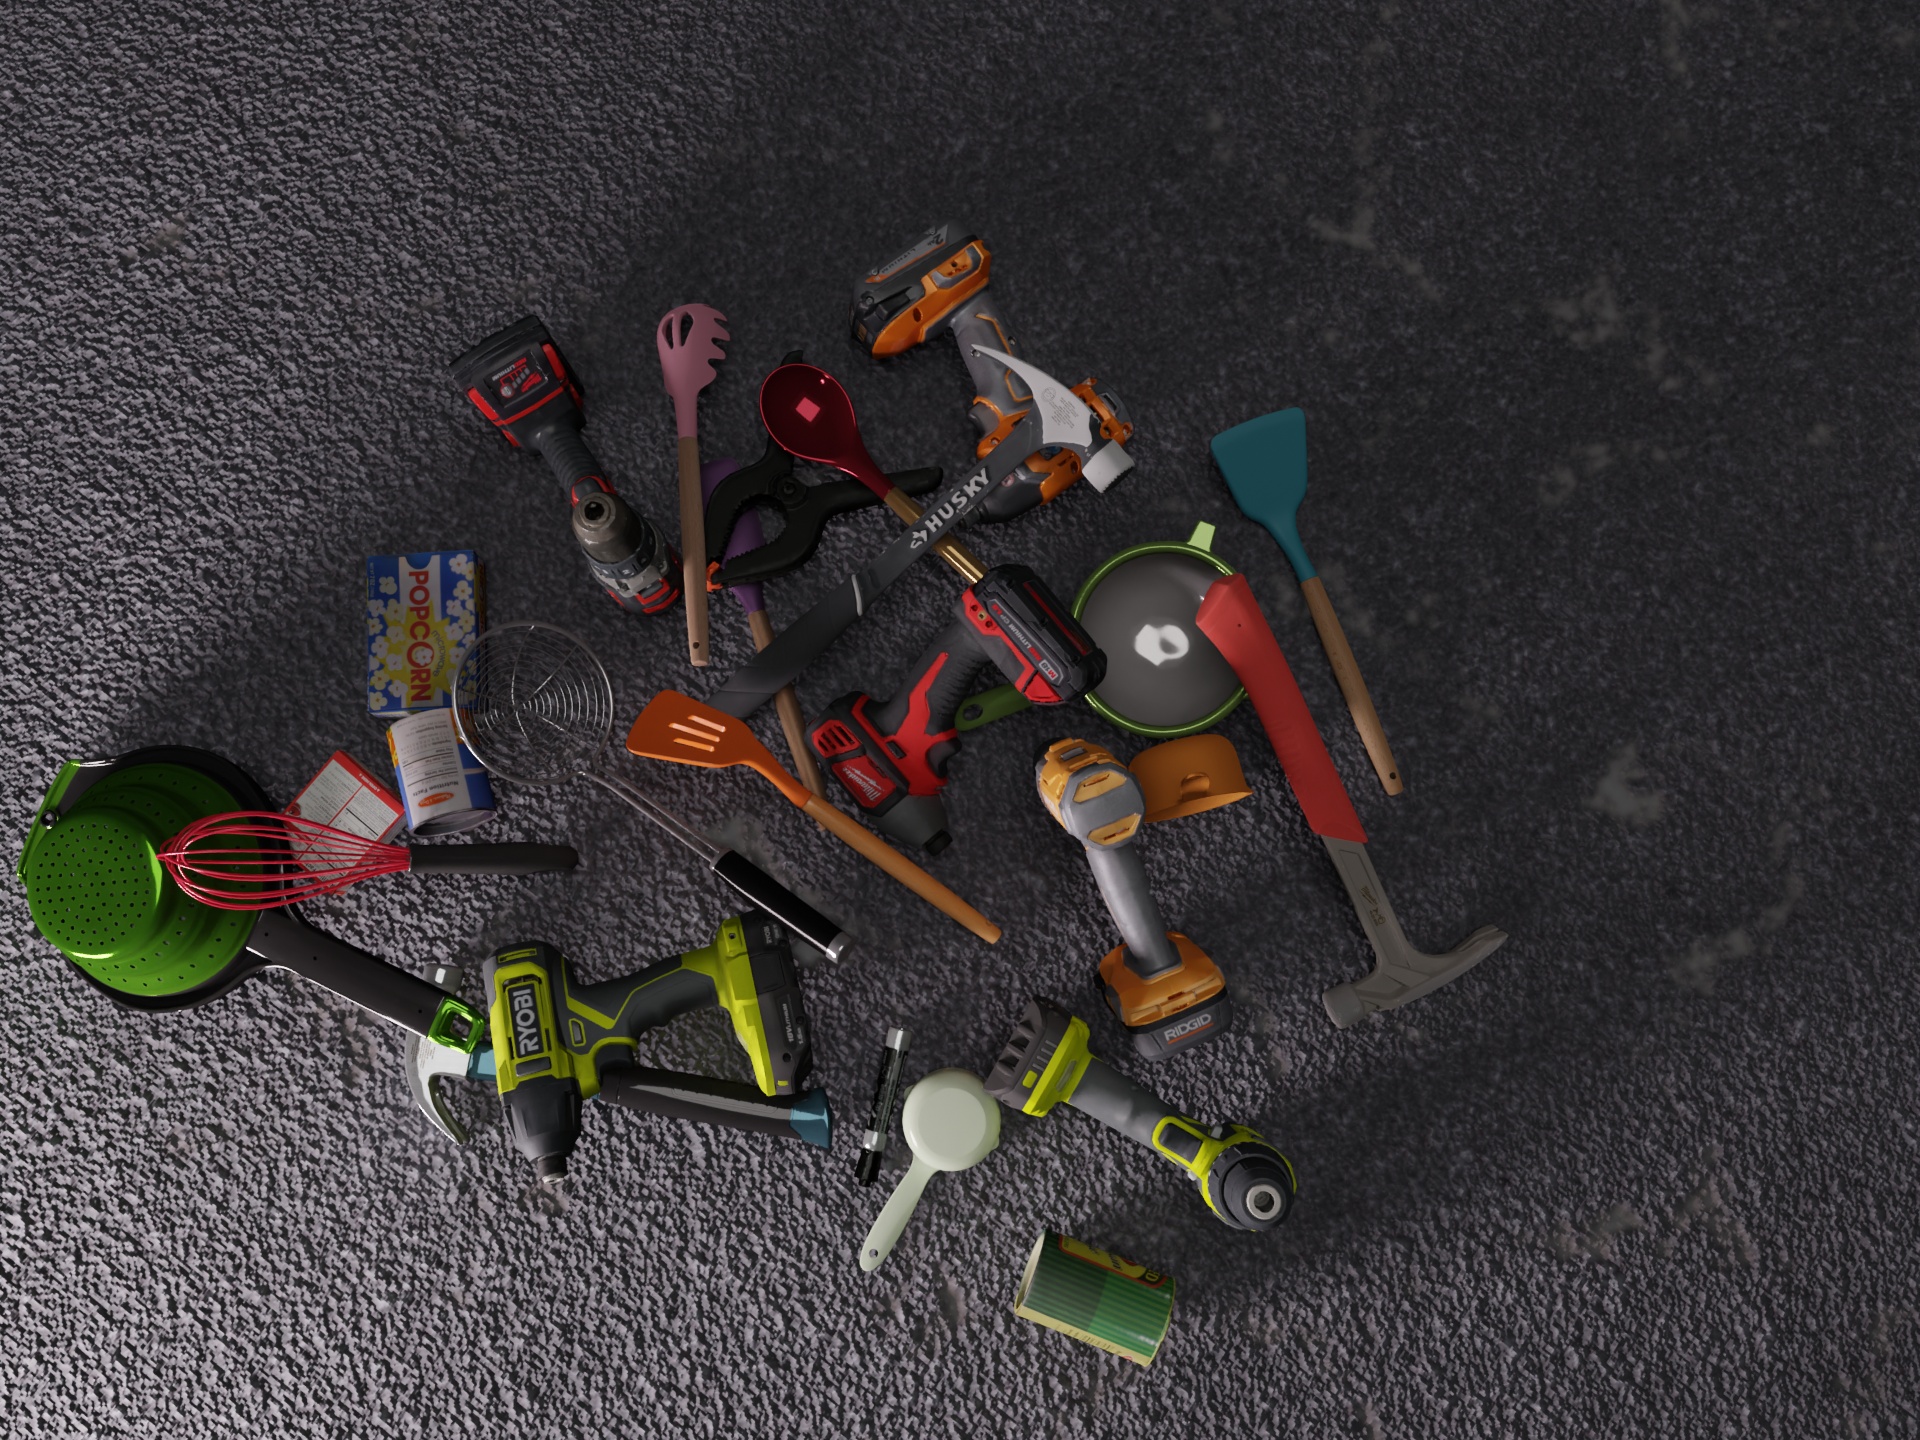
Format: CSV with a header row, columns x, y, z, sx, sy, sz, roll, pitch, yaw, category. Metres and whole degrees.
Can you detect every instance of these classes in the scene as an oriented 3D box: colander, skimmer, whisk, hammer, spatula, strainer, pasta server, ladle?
x,y,z,sx,sy,sz,roll,pitch,yaw,category
-0.539,0.152,1.168,0.397,0.094,0.204,24,90,7,colander
-0.224,0.055,1.179,0.363,0.090,0.127,33,56,19,skimmer
-0.425,0.102,1.165,0.295,0.073,0.073,3,80,-31,whisk
-0.068,-0.114,1.216,0.409,0.036,0.149,-41,85,9,hammer
-0.103,0.080,1.212,0.322,0.081,0.041,37,125,-12,spatula
0.280,0.051,1.198,0.149,0.037,0.359,-27,102,-3,hammer
0.289,-0.090,1.268,0.082,0.044,0.317,-20,83,-8,spatula
0.113,-0.044,1.256,0.256,0.069,0.151,-21,88,13,strainer
-0.209,-0.192,1.247,0.060,0.040,0.316,-11,73,17,pasta server
-0.035,-0.161,1.239,0.315,0.031,0.069,44,85,6,ladle
-0.257,0.275,1.208,0.331,0.033,0.128,10,81,0,hammer
-0.157,-0.061,1.267,0.060,0.018,0.316,-19,81,-7,spatula

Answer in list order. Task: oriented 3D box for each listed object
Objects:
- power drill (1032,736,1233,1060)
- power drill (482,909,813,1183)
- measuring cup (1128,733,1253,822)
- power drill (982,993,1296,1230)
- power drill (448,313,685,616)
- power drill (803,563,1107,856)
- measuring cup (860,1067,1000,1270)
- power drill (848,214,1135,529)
x,y,z,sx,sy,sz,roll,pitch,yaw,category
0.115,0.118,1.189,0.084,0.185,0.226,-22,102,-4,power drill
-0.226,0.232,1.165,0.223,0.080,0.171,-12,65,-10,power drill
0.167,0.034,1.183,0.095,0.173,0.052,-14,76,4,measuring cup
0.134,0.288,1.138,0.228,0.190,0.080,29,85,7,power drill
-0.293,-0.192,1.203,0.080,0.187,0.227,-33,80,-5,power drill
-0.002,-0.004,1.203,0.219,0.078,0.143,-41,86,19,power drill
-0.029,0.341,1.199,0.083,0.038,0.167,31,80,3,measuring cup
0.009,-0.268,1.266,0.164,0.084,0.226,-39,87,-12,power drill
